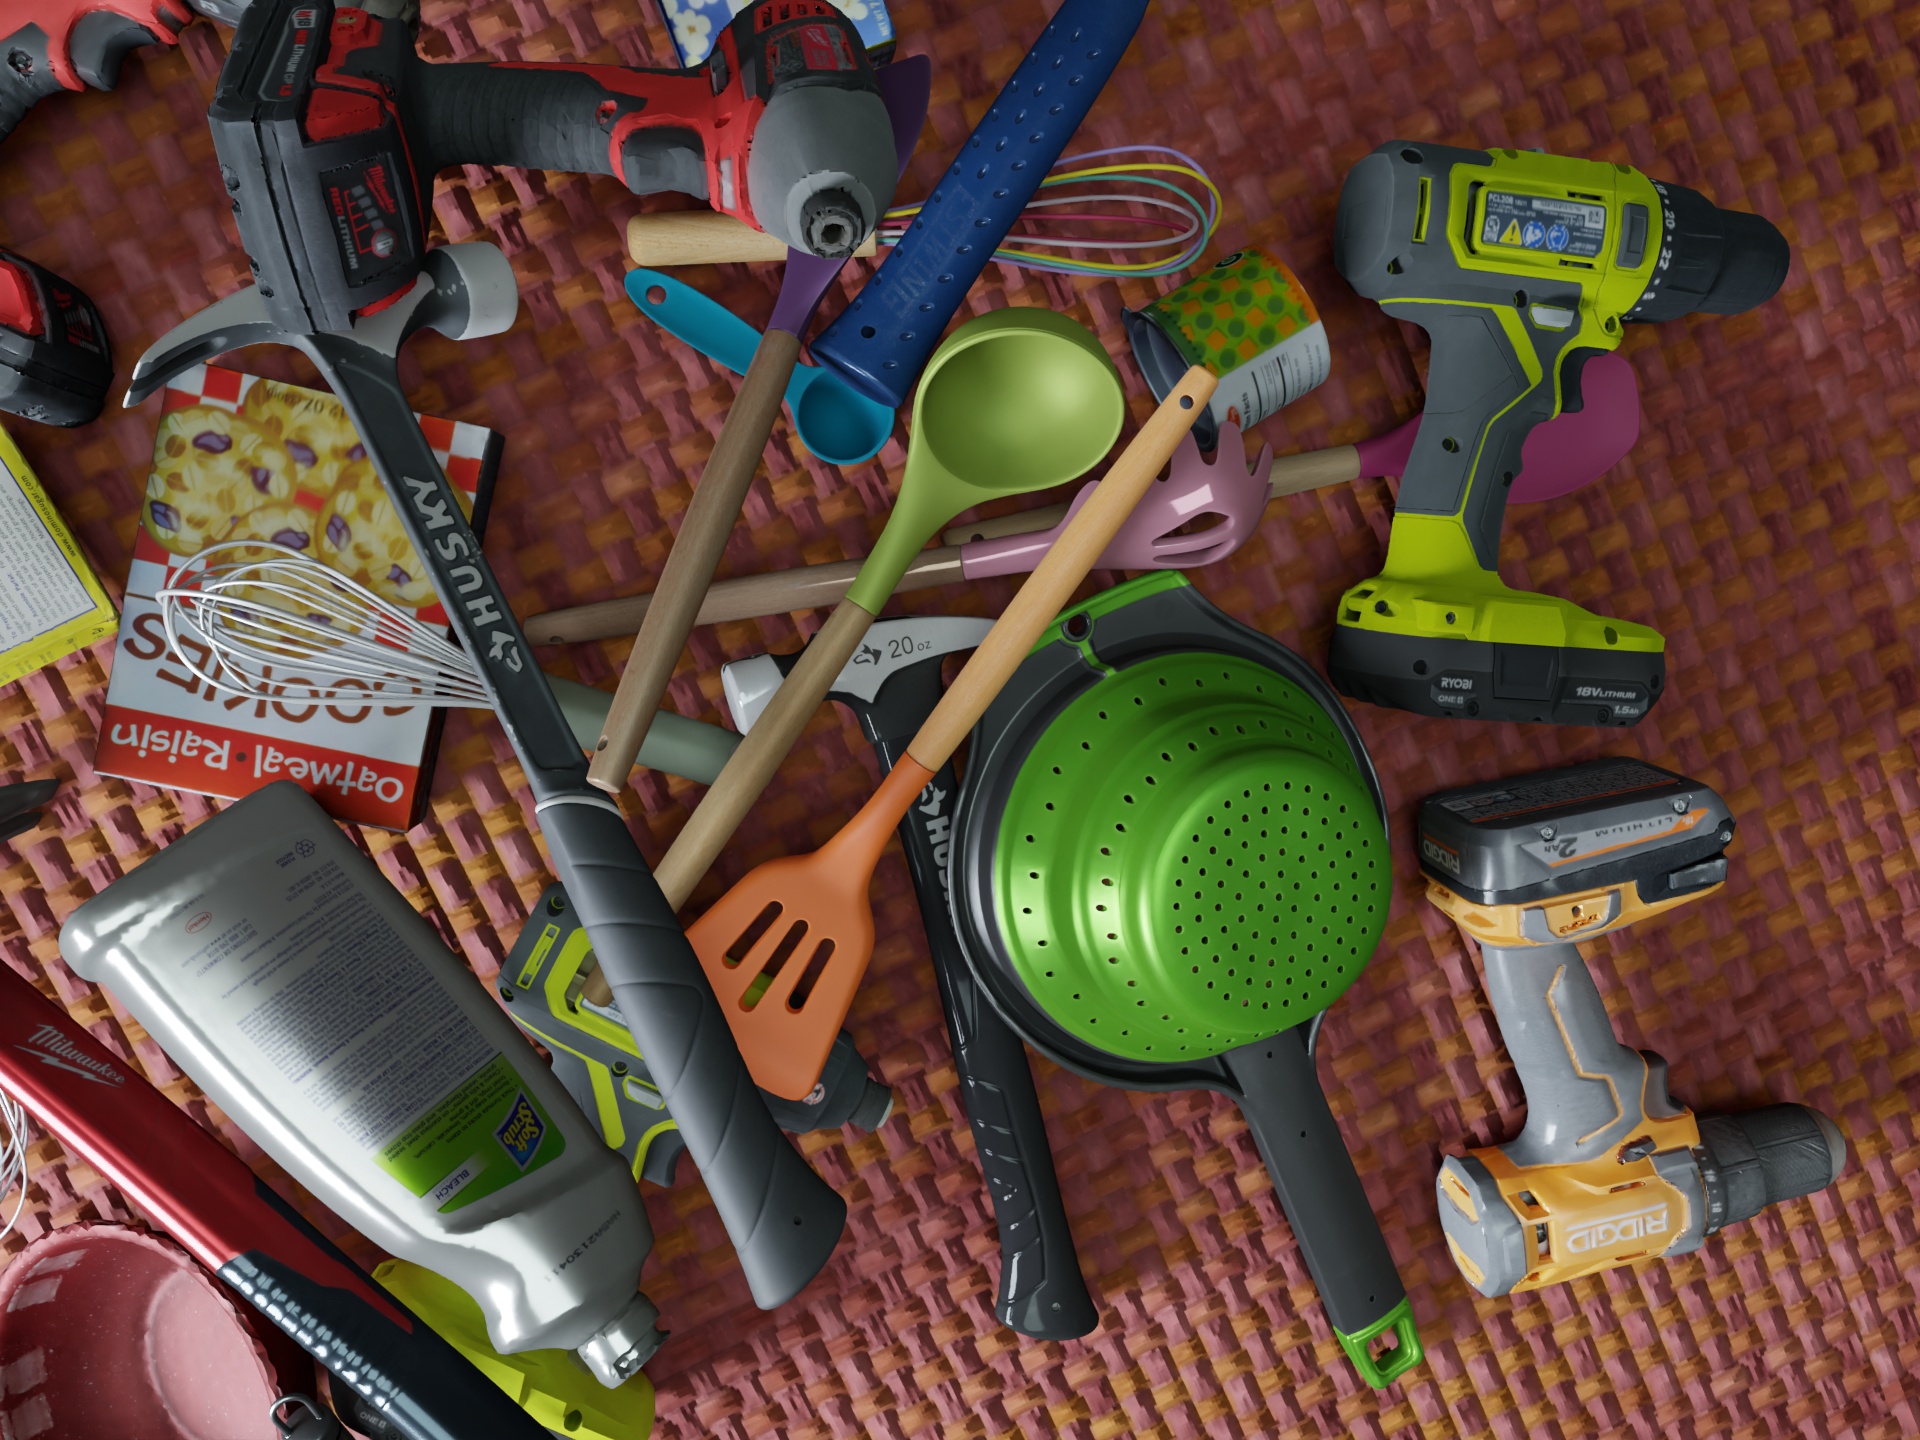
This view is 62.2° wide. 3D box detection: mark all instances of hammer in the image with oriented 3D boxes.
[{"bbox_3d":[0.075,-0.297,0.626,0.144,0.035,0.405,33,86,4],"label":"hammer"},{"bbox_3d":[-0.149,0.017,0.568,0.149,0.036,0.409,-24,85,-41],"label":"hammer"},{"bbox_3d":[-0.260,0.176,0.592,0.386,0.143,0.038,41,117,-2],"label":"hammer"},{"bbox_3d":[0.011,0.115,0.688,0.146,0.035,0.334,-17,101,-15],"label":"hammer"}]

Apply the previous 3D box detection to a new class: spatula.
[{"bbox_3d":[-0.073,-0.121,0.593,0.018,0.060,0.316,34,69,-42],"label":"spatula"},{"bbox_3d":[-0.001,-0.002,0.614,0.081,0.041,0.322,36,97,-1],"label":"spatula"}]

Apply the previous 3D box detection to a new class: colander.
[{"bbox_3d":[0.137,0.133,0.663,0.204,0.094,0.397,-28,104,-14],"label":"colander"}]

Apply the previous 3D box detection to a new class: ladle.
[{"bbox_3d":[-0.049,-0.018,0.607,0.078,0.062,0.320,33,93,-32],"label":"ladle"}]

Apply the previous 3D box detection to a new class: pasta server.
[{"bbox_3d":[-0.026,-0.066,0.656,0.316,0.040,0.060,-9,140,5],"label":"pasta server"}]

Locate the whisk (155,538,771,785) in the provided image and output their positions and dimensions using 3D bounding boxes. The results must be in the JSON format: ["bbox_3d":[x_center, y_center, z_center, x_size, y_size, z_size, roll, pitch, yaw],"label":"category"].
[{"bbox_3d":[-0.182,-0.011,0.620,0.246,0.059,0.058,19,74,-31],"label":"whisk"}]

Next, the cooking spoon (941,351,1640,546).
[{"bbox_3d":[0.148,-0.109,0.695,0.319,0.017,0.068,-12,103,-6],"label":"cooking spoon"}]

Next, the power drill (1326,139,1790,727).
[{"bbox_3d":[0.245,-0.116,0.662,0.190,0.080,0.228,3,98,-14],"label":"power drill"}]

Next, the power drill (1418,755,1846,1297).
[{"bbox_3d":[0.301,0.135,0.710,0.185,0.084,0.226,-10,101,-6],"label":"power drill"}]

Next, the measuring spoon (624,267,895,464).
[{"bbox_3d":[-0.084,-0.151,0.667,0.128,0.021,0.042,33,92,0],"label":"measuring spoon"}]

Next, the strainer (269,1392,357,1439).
[{"bbox_3d":[-0.217,0.340,0.648,0.087,0.050,0.258,-22,128,-10],"label":"strainer"}]

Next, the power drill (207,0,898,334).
[{"bbox_3d":[-0.132,-0.198,0.555,0.219,0.143,0.078,-6,136,-9],"label":"power drill"}]

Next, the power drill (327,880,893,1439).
[{"bbox_3d":[-0.145,0.201,0.665,0.171,0.080,0.223,28,89,-8],"label":"power drill"}]

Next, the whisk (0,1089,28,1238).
[{"bbox_3d":[-0.424,0.074,0.629,0.070,0.070,0.284,-11,92,-6],"label":"whisk"}]

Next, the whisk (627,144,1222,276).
[{"bbox_3d":[-0.013,-0.200,0.657,0.245,0.047,0.051,-3,84,-2],"label":"whisk"}]

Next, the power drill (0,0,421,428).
[{"bbox_3d":[-0.329,-0.227,0.599,0.188,0.080,0.227,23,90,-9],"label":"power drill"}]
